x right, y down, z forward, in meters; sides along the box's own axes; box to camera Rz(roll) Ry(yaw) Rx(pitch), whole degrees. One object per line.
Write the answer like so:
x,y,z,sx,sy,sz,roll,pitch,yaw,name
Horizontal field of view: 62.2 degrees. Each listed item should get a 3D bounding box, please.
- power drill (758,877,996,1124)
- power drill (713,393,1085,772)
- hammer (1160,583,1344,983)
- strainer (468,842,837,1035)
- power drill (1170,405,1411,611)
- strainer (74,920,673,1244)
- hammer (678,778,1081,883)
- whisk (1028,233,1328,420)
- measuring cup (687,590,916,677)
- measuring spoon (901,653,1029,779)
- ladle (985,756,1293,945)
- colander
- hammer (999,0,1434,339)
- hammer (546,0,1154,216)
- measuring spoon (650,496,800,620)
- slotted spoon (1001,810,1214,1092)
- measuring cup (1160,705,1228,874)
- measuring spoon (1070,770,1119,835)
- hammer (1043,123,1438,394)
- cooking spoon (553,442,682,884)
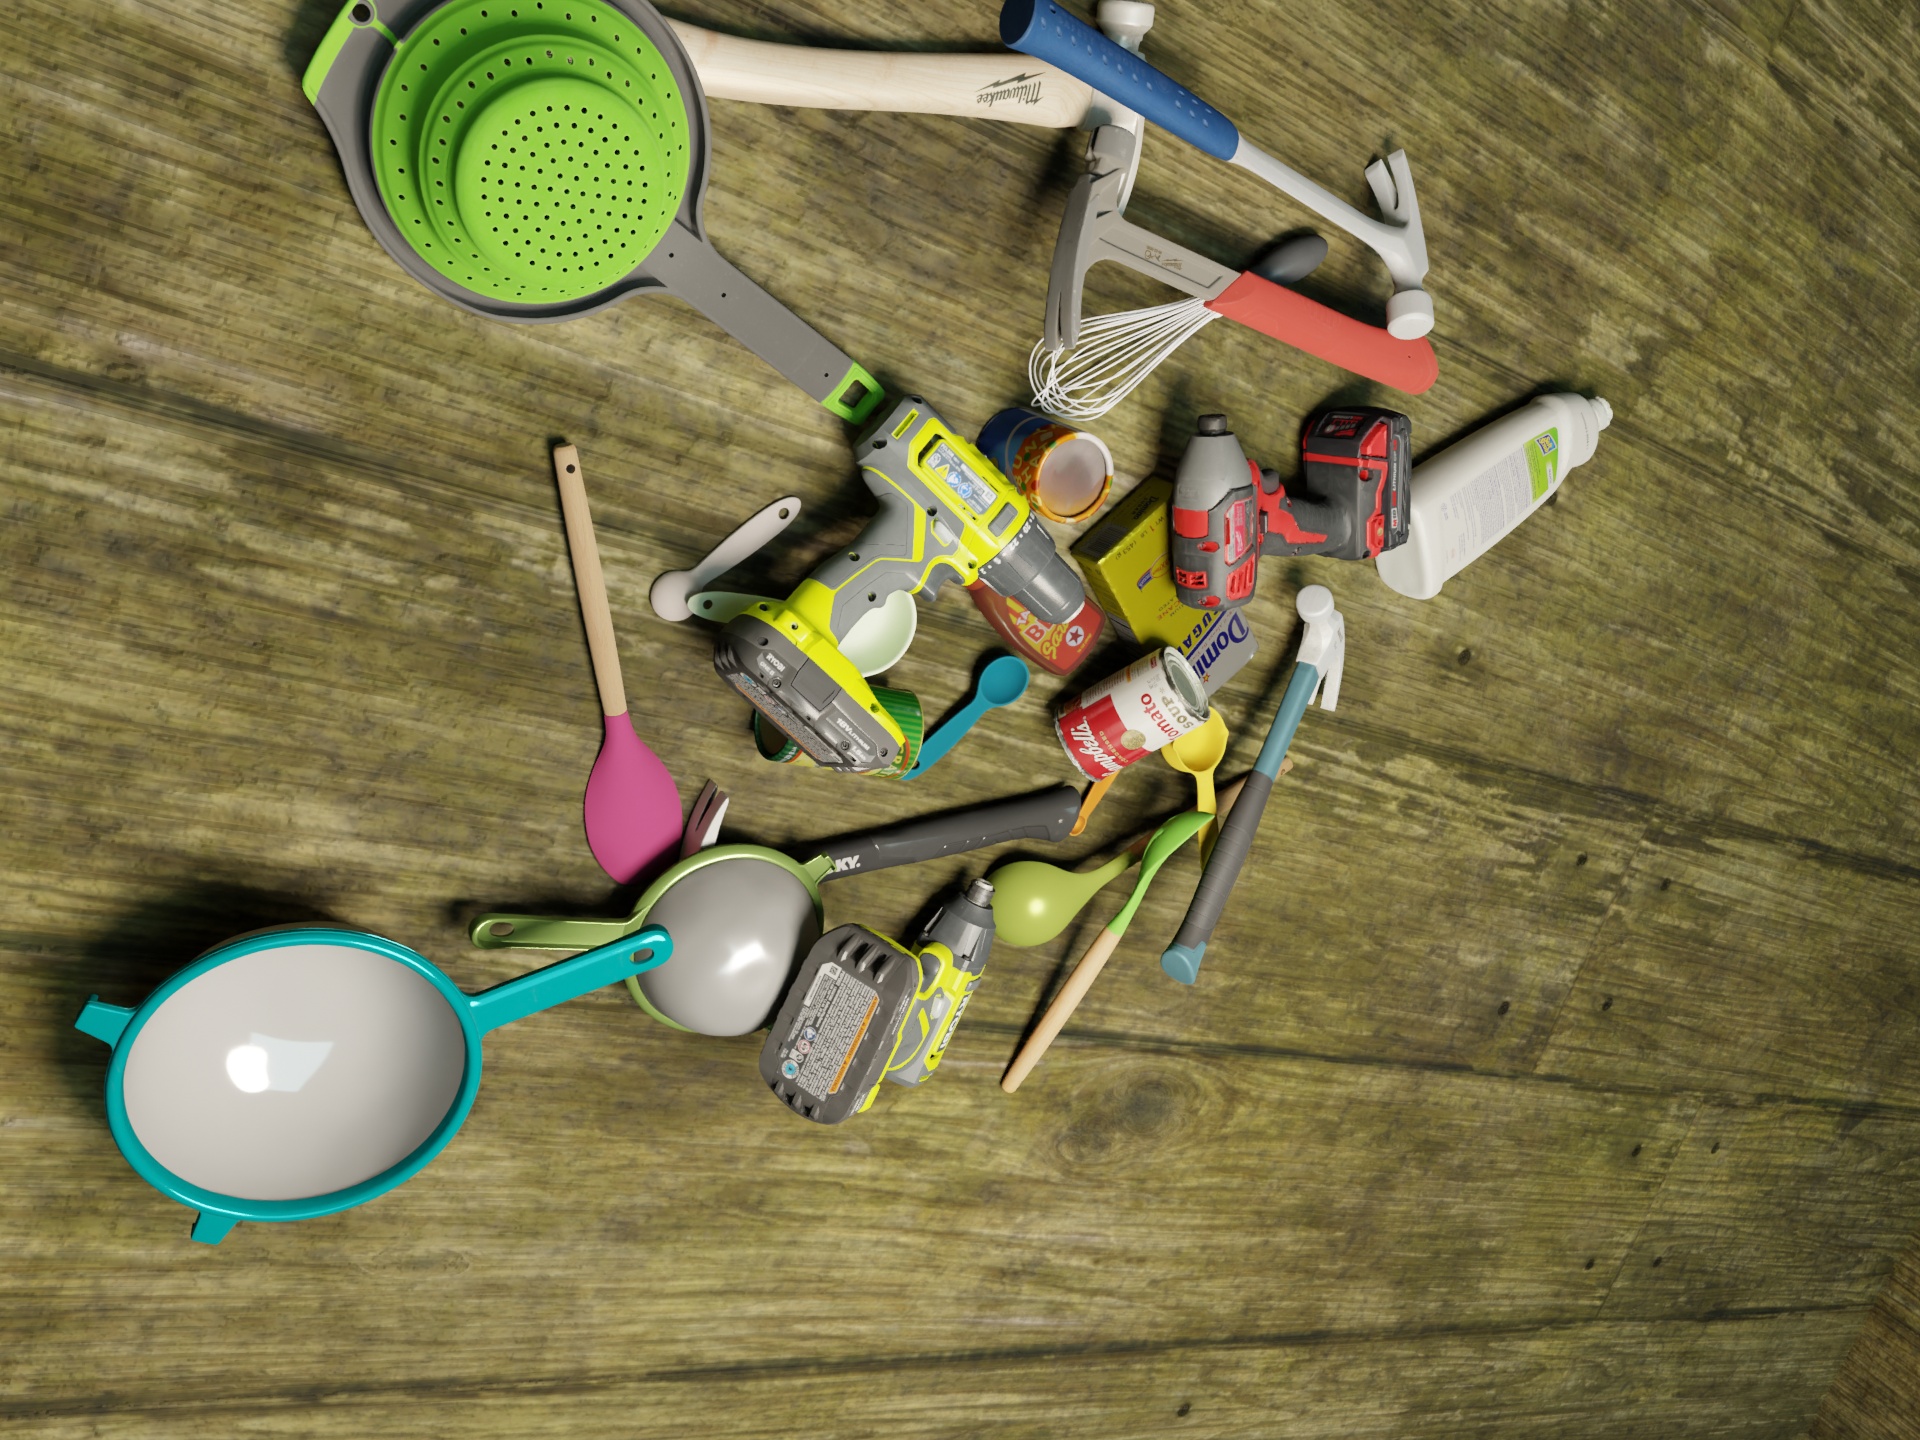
-0.047,0.202,1.176,0.171,0.080,0.223,-65,161,9,power drill
-0.035,-0.077,1.061,0.190,0.080,0.228,43,73,-17,power drill
0.241,0.058,1.301,0.331,0.033,0.128,-64,152,-12,hammer
-0.201,0.160,1.083,0.256,0.069,0.151,8,108,-31,strainer
0.247,-0.174,1.215,0.219,0.079,0.143,-19,113,-35,power drill
-0.356,0.180,1.012,0.340,0.095,0.210,-19,121,-16,strainer
-0.054,0.092,1.204,0.334,0.035,0.146,-11,116,-27,hammer
0.165,-0.294,1.158,0.284,0.070,0.070,-32,123,-21,whisk
-0.112,-0.076,1.097,0.167,0.038,0.083,5,106,-28,measuring cup
-0.002,-0.004,1.209,0.128,0.021,0.042,-44,127,3,measuring spoon
0.154,0.097,1.334,0.320,0.062,0.078,-27,128,-27,ladle
-0.173,-0.271,0.922,0.204,0.095,0.396,-49,132,11,colander
0.190,-0.393,1.084,0.405,0.035,0.144,14,67,-37,hammer
-0.059,-0.390,0.993,0.410,0.038,0.146,-7,115,-28,hammer
-0.154,-0.110,1.067,0.124,0.018,0.034,-40,125,-11,measuring spoon
0.113,0.192,1.310,0.313,0.031,0.070,-60,165,22,slotted spoon
0.195,0.063,1.322,0.062,0.029,0.156,-13,102,-33,measuring cup
0.118,0.042,1.302,0.021,0.011,0.117,31,89,-45,measuring spoon
0.215,-0.289,1.142,0.358,0.037,0.149,12,91,-35,hammer
-0.233,-0.029,1.054,0.068,0.017,0.318,-18,119,-24,cooking spoon
